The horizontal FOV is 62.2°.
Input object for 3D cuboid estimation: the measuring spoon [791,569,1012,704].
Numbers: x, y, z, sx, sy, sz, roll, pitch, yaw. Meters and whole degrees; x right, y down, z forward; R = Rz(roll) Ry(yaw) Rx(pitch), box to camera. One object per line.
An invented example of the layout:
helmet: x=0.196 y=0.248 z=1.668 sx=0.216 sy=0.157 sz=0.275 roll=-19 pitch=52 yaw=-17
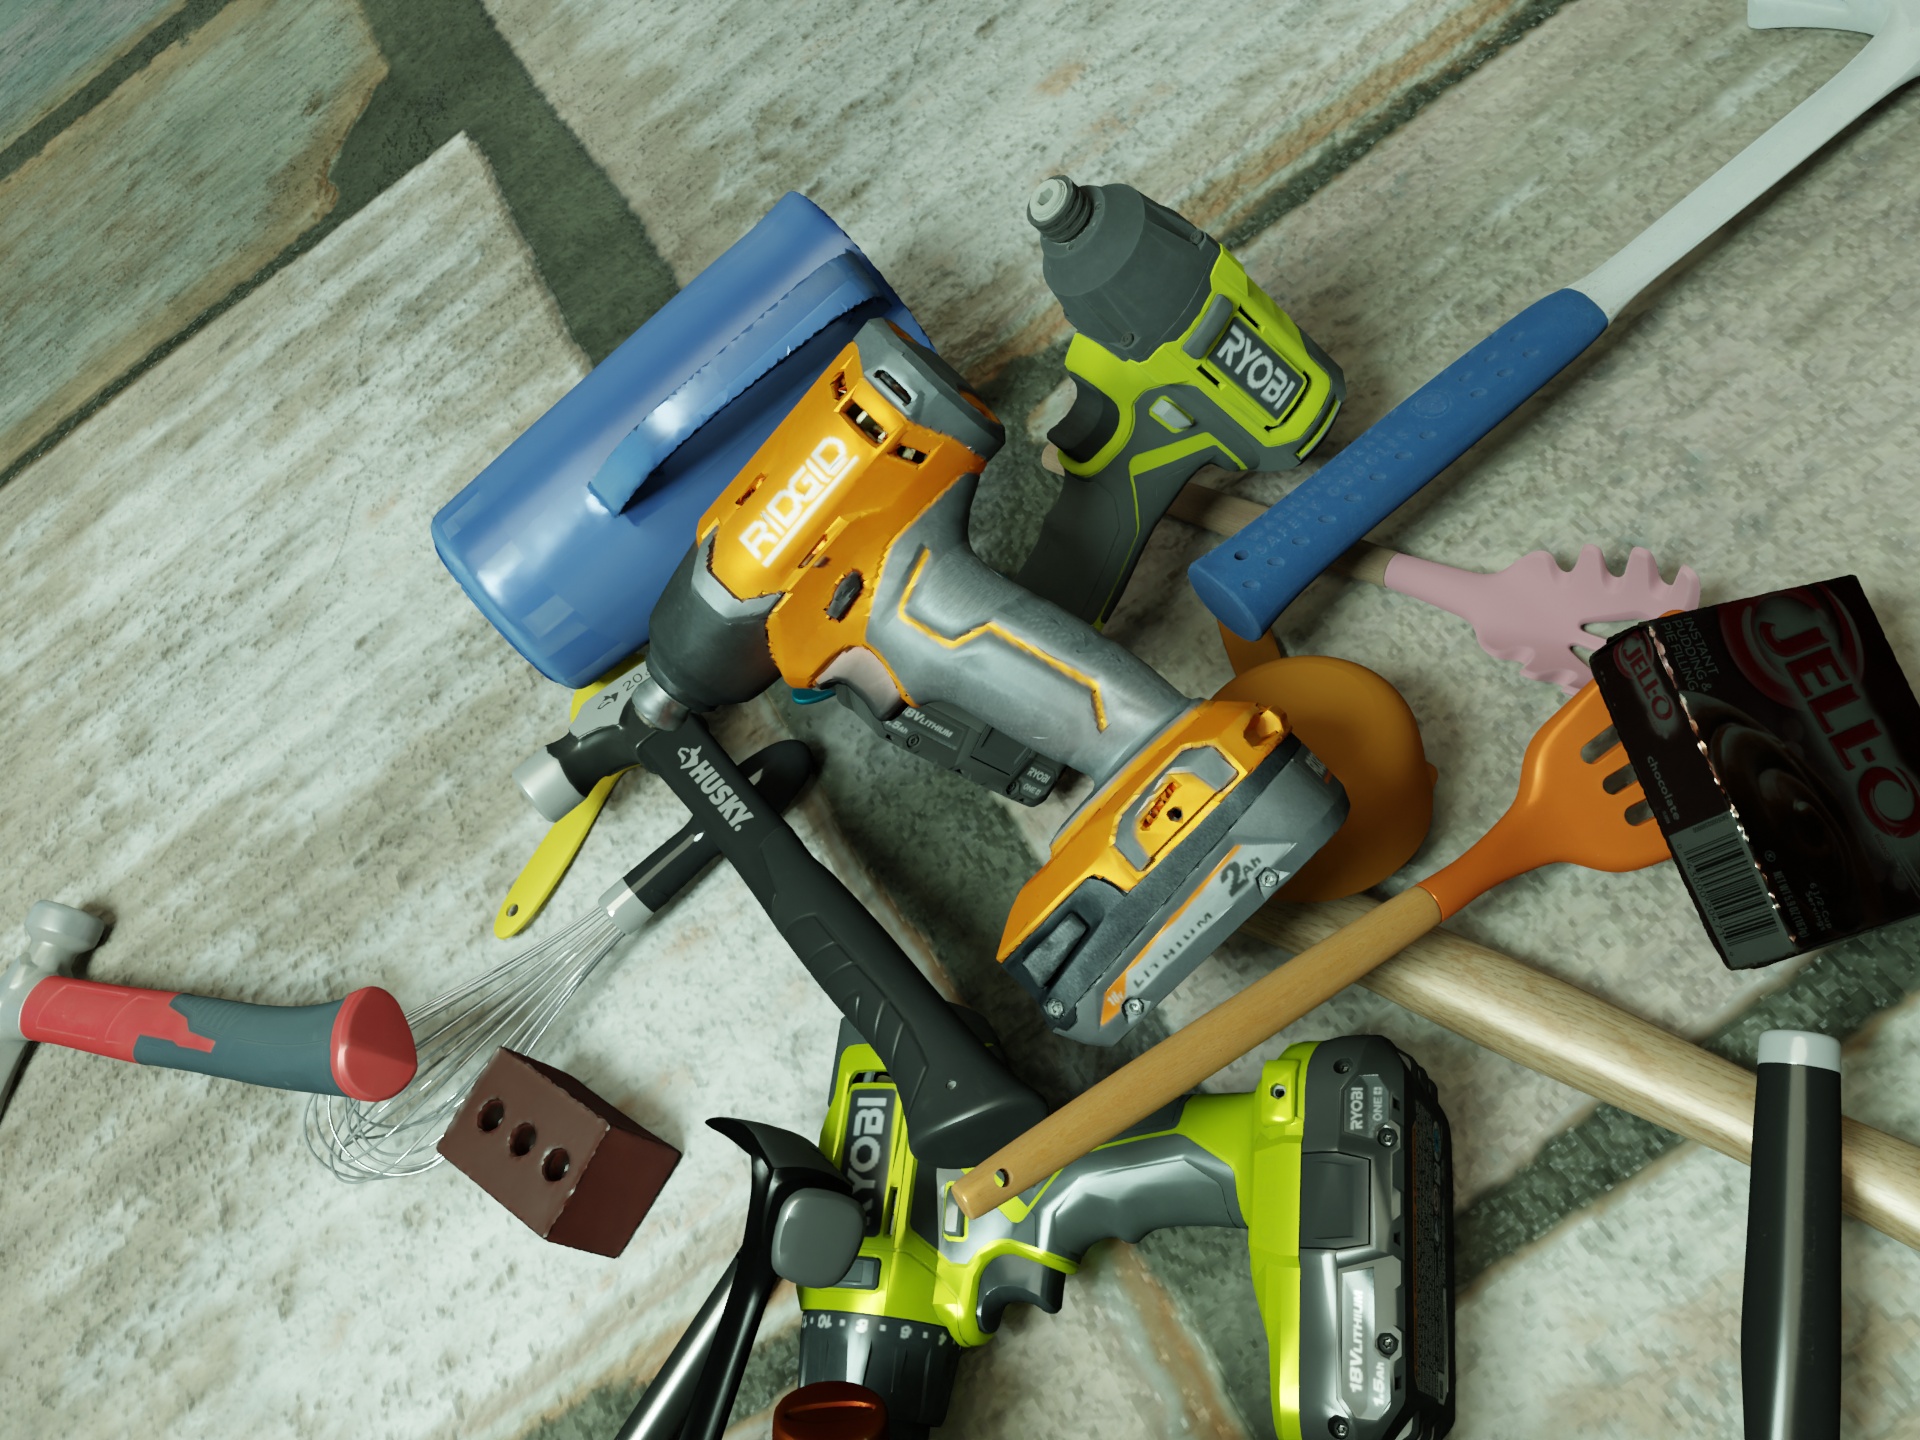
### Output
measuring spoon: x=-0.025 y=-0.032 z=0.709 sx=0.042 sy=0.021 sz=0.128 roll=32 pitch=49 yaw=32

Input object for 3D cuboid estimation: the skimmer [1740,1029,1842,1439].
skimmer: x=0.218 y=0.256 z=0.394 sx=0.127 sy=0.090 sz=0.363 roll=9 pitch=73 yaw=6

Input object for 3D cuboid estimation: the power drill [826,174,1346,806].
power drill: x=0.038 y=-0.089 z=0.630 sx=0.223 sy=0.171 sz=0.080 roll=-56 pitch=44 yaw=8

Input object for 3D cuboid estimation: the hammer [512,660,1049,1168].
hammer: x=-0.067 y=0.059 z=0.640 sx=0.146 sy=0.035 sz=0.335 roll=-39 pitch=42 yaw=-9

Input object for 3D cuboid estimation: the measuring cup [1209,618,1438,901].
measuring cup: x=0.122 y=-0.012 z=0.618 sx=0.095 sy=0.052 sz=0.174 roll=-18 pitch=45 yaw=7

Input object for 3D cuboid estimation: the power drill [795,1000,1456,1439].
power drill: x=0.045 y=0.192 z=0.547 sx=0.228 sy=0.080 sz=0.191 roll=-6 pitch=61 yaw=27

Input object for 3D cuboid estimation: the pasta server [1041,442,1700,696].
pasta server: x=0.154 y=-0.074 z=0.663 sx=0.316 sy=0.040 sz=0.060 roll=26 pitch=86 yaw=36

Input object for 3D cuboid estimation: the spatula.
spatula: x=0.137 y=0.070 z=0.518 sx=0.322 sy=0.041 sz=0.081 roll=-28 pitch=79 yaw=-17

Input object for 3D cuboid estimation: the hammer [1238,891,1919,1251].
hammer: x=0.219 y=0.110 z=0.531 sx=0.331 sy=0.031 sz=0.130 roll=25 pitch=77 yaw=35

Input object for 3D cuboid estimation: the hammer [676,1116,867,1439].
hammer: x=-0.113 y=0.308 z=0.550 sx=0.127 sy=0.034 sz=0.337 roll=1 pitch=71 yaw=71

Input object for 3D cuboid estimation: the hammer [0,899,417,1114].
hammer: x=-0.382 y=0.161 z=0.752 sx=0.386 sy=0.038 sz=0.143 roll=-4 pitch=62 yaw=40

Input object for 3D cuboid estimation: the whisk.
whisk: x=-0.176 y=0.107 z=0.723 sx=0.284 sy=0.070 sz=0.070 roll=-41 pitch=53 yaw=-6

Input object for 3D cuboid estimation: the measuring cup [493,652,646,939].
measuring cup: x=-0.191 y=0.034 z=0.780 sx=0.062 sy=0.029 sz=0.156 roll=17 pitch=70 yaw=33

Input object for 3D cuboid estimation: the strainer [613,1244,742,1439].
strainer: x=-0.139 y=0.296 z=0.605 sx=0.087 sy=0.050 sz=0.258 roll=25 pitch=73 yaw=33

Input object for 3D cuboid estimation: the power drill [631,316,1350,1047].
power drill: x=-0.001 y=-0.002 z=0.538 sx=0.226 sy=0.084 sz=0.164 roll=45 pitch=104 yaw=8

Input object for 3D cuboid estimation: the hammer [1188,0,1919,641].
hammer: x=0.255 y=-0.174 z=0.642 sx=0.405 sy=0.035 sz=0.144 roll=-39 pitch=52 yaw=-6
